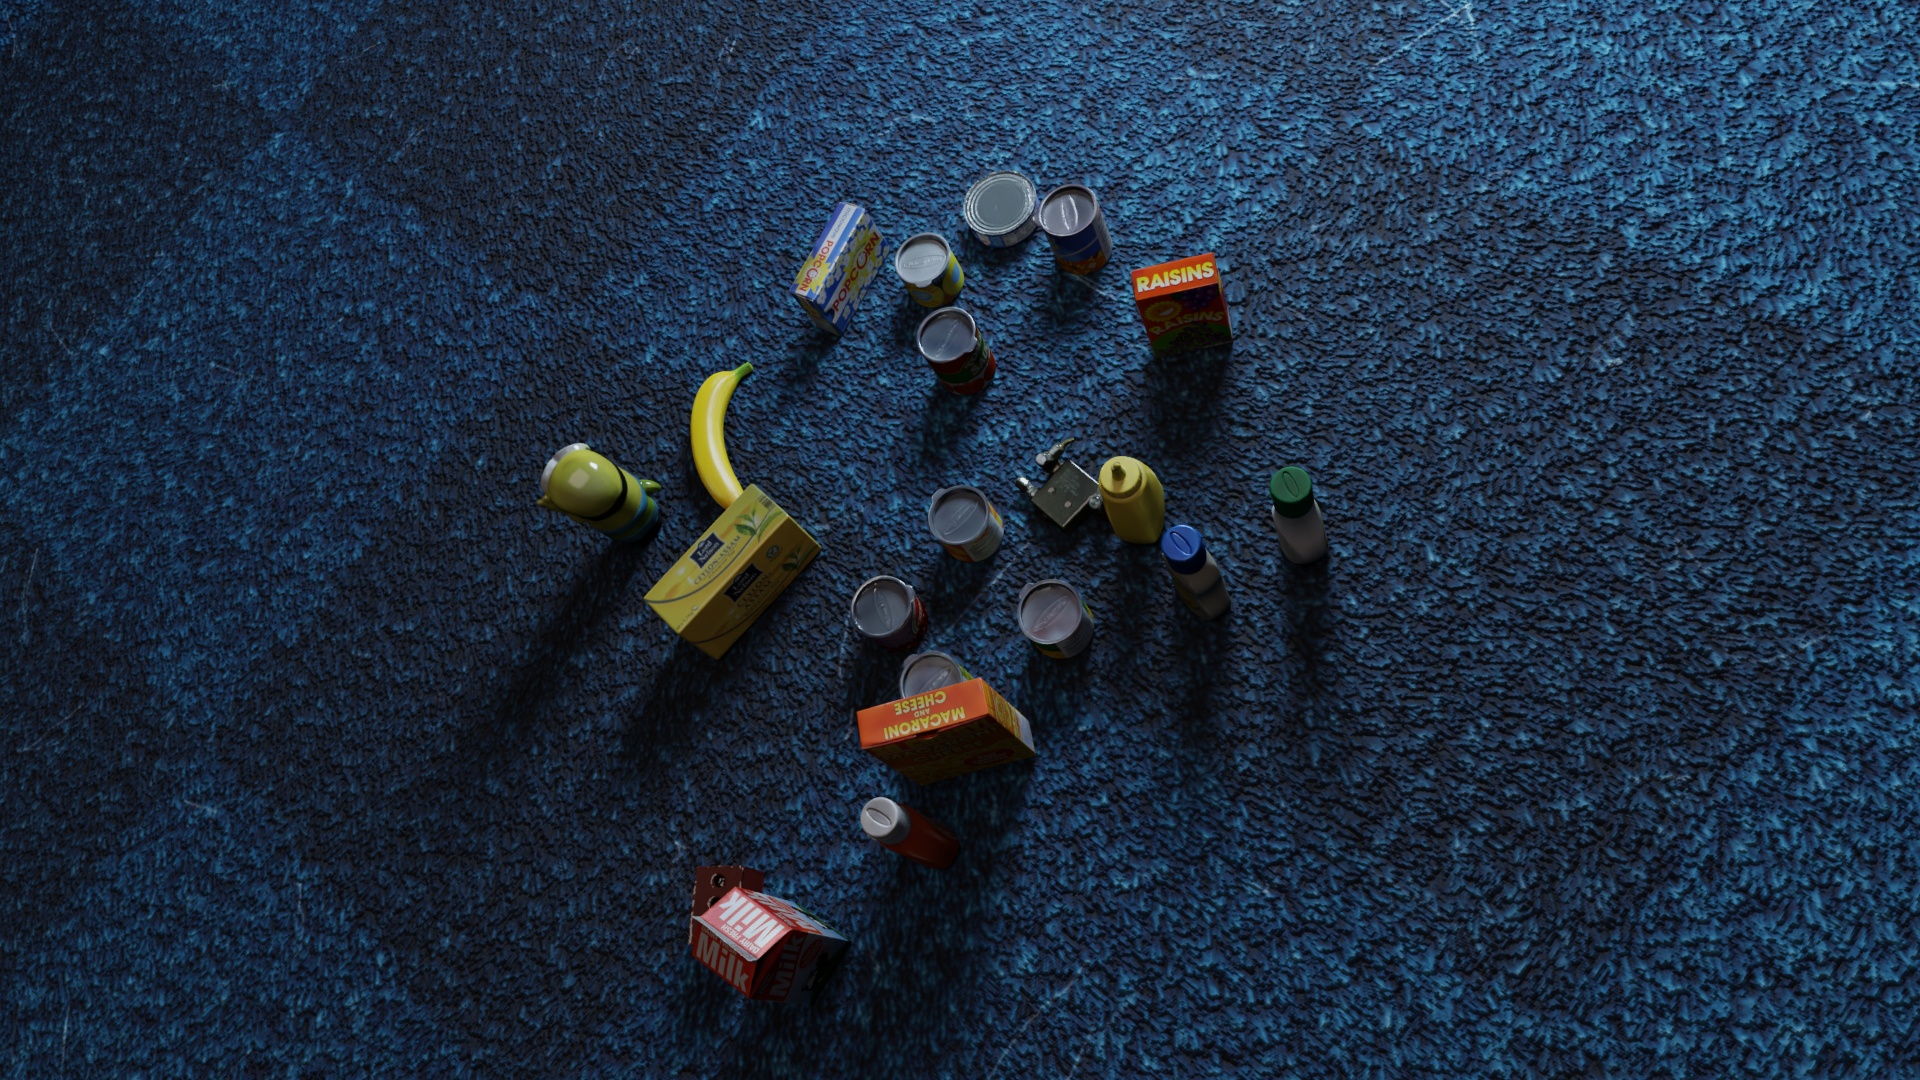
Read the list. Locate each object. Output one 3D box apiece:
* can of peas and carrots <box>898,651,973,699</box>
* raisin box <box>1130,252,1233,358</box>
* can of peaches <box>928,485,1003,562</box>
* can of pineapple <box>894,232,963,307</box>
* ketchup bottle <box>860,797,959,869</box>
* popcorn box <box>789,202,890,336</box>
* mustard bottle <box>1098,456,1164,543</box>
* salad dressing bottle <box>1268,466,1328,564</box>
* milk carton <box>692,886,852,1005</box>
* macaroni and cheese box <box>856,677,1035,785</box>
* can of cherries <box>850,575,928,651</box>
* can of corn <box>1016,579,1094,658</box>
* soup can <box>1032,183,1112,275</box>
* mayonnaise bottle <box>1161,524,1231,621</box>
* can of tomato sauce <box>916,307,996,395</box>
[{"bbox_3d":[-0.023,0.148,1.387,0.071,0.058,0.071,-6,68,16],"label":"can of peas and carrots"},{"bbox_3d":[0.229,-0.240,1.423,0.086,0.123,0.040,-10,67,15],"label":"raisin box"},{"bbox_3d":[0.005,-0.018,1.445,0.071,0.058,0.071,-6,68,16],"label":"can of peaches"},{"bbox_3d":[-0.035,-0.304,1.573,0.071,0.057,0.071,-6,68,16],"label":"can of pineapple"},{"bbox_3d":[-0.051,0.272,1.296,0.065,0.148,0.043,26,79,25],"label":"ketchup bottle"},{"bbox_3d":[-0.137,-0.311,1.594,0.038,0.085,0.127,22,78,25],"label":"popcorn box"},{"bbox_3d":[0.164,-0.047,1.347,0.049,0.160,0.065,4,71,20],"label":"mustard bottle"},{"bbox_3d":[0.314,-0.024,1.295,0.044,0.147,0.064,-24,64,8],"label":"salad dressing bottle"},{"bbox_3d":[-0.178,0.373,1.274,0.072,0.190,0.073,28,80,26],"label":"milk carton"},{"bbox_3d":[-0.010,0.183,1.308,0.123,0.166,0.040,-17,65,12],"label":"macaroni and cheese box"},{"bbox_3d":[-0.070,0.076,1.432,0.071,0.058,0.072,-6,68,16],"label":"can of cherries"},{"bbox_3d":[0.093,0.077,1.378,0.071,0.058,0.071,-6,68,16],"label":"can of corn"},{"bbox_3d":[0.124,-0.339,1.520,0.071,0.083,0.071,-6,68,16],"label":"soup can"},{"bbox_3d":[0.218,0.027,1.306,0.041,0.147,0.065,-40,63,1],"label":"mayonnaise bottle"},{"bbox_3d":[-0.002,-0.204,1.507,0.071,0.083,0.071,-6,68,16],"label":"can of tomato sauce"}]
